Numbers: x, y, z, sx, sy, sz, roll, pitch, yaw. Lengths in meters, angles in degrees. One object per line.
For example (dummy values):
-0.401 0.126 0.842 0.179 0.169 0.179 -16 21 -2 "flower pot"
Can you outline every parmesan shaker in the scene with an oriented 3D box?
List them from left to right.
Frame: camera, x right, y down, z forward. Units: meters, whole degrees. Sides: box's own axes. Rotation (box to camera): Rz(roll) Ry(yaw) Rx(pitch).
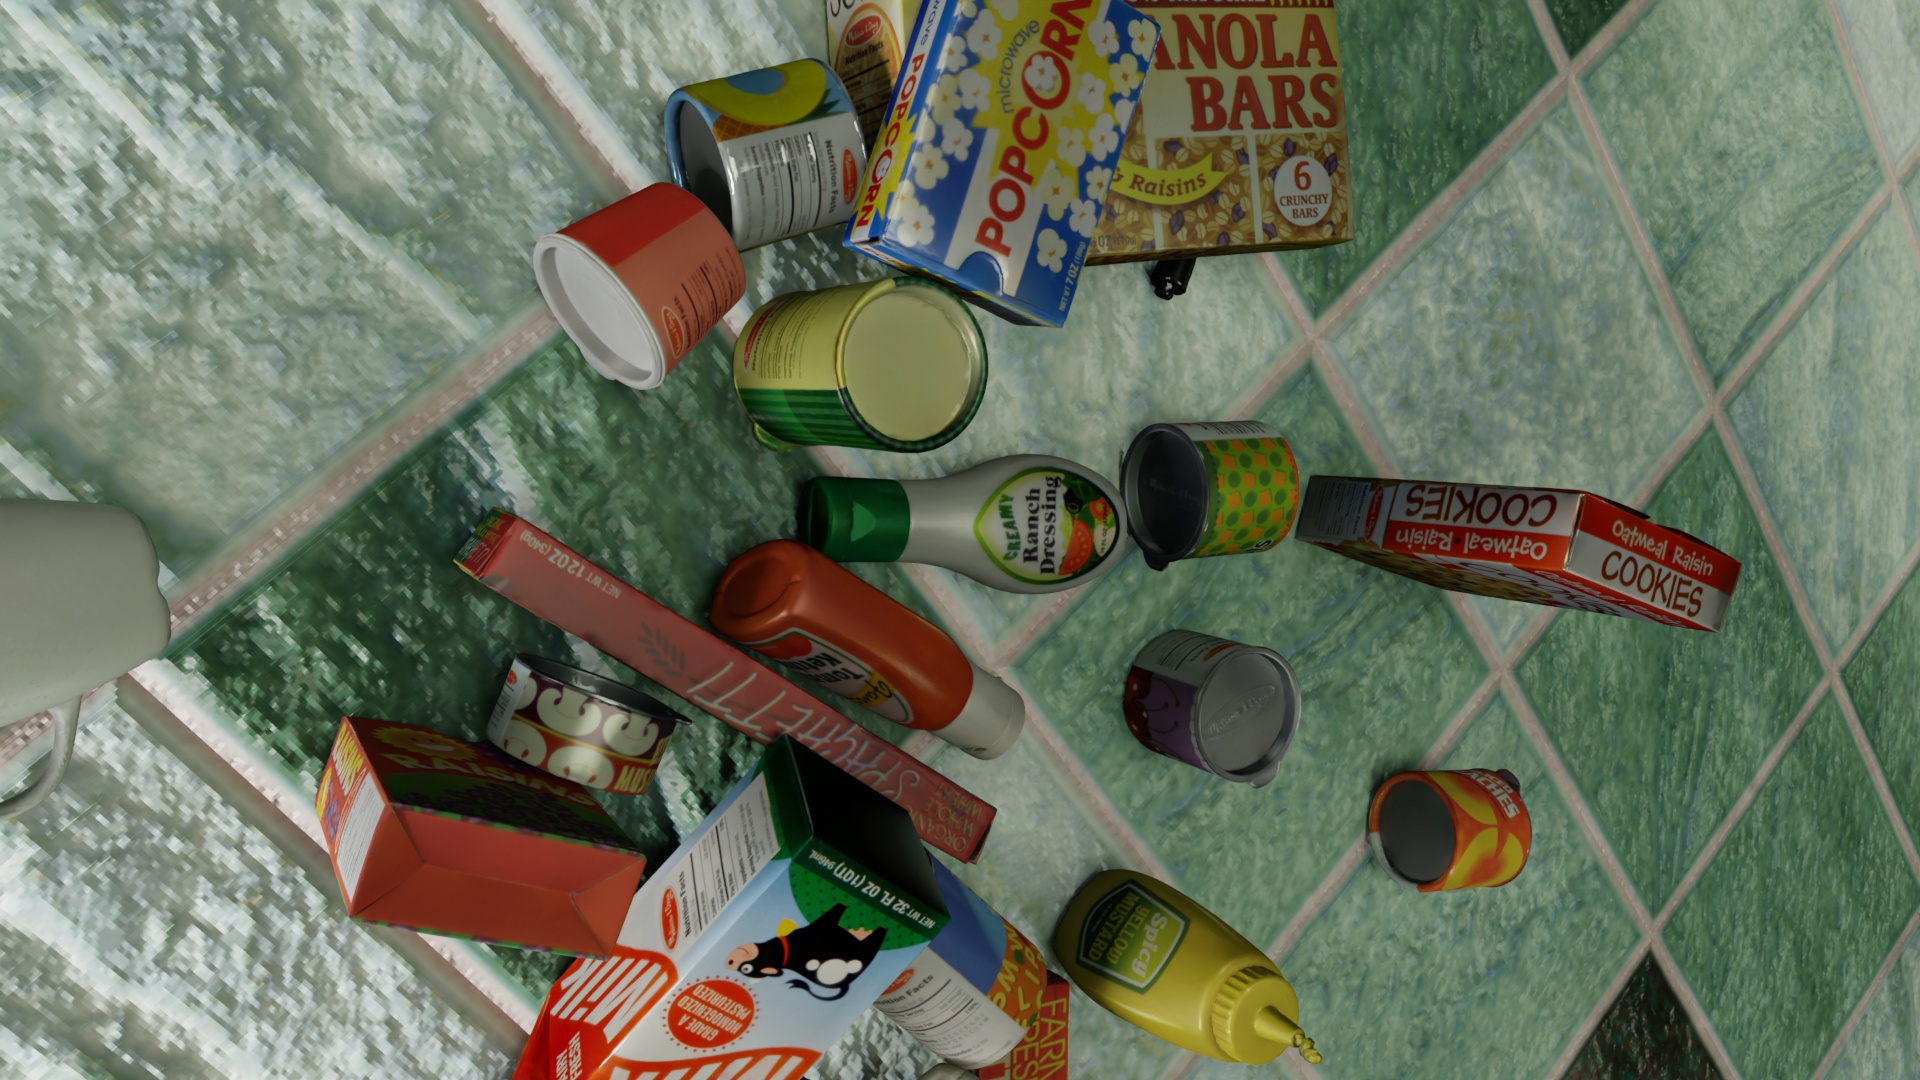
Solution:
-0.042 -0.066 0.551 0.071 0.103 0.071 -4 97 -29 "parmesan shaker"

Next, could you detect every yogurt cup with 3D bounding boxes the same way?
-0.119 -0.100 0.529 0.054 0.072 0.072 -44 114 -27 "yogurt cup"

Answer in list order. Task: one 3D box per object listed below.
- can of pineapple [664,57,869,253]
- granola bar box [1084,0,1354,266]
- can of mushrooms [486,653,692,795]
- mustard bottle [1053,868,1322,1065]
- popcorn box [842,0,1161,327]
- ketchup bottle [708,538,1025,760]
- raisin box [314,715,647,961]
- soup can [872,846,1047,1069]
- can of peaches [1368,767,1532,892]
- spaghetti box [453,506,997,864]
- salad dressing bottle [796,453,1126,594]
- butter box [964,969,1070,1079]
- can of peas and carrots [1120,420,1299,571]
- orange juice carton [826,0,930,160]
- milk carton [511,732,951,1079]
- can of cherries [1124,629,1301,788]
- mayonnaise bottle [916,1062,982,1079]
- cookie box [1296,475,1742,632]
-0.078 -0.151 0.546 0.058 0.071 0.071 -22 106 -25 "can of pineapple"
0.099 -0.192 0.638 0.166 0.039 0.124 -9 94 -21 "granola bar box"
-0.141 0.071 0.529 0.071 0.071 0.033 25 84 -29 "can of mushrooms"
0.106 0.198 0.628 0.048 0.160 0.065 43 74 -25 "mustard bottle"
0.017 -0.155 0.527 0.085 0.038 0.126 20 87 -30 "popcorn box"
-0.032 0.050 0.595 0.148 0.064 0.044 34 62 -36 "ketchup bottle"
-0.171 0.100 0.484 0.086 0.123 0.040 20 86 -30 "raisin box"
-0.012 0.182 0.617 0.083 0.071 0.071 46 73 -26 "soup can"
0.271 0.158 0.770 0.058 0.071 0.071 4 93 -29 "can of peaches"
-0.088 0.064 0.569 0.249 0.050 0.029 36 79 -27 "spaghetti box"
0.002 -0.008 0.616 0.148 0.044 0.064 1 94 -29 "salad dressing bottle"
0.025 0.262 0.667 0.053 0.024 0.103 -3 97 -30 "butter box"
0.120 -0.022 0.668 0.059 0.071 0.071 -5 98 -29 "can of peas and carrots"
-0.011 -0.240 0.569 0.072 0.073 0.192 -7 98 -28 "orange juice carton"
-0.099 0.177 0.543 0.072 0.074 0.190 39 99 -27 "milk carton"
0.124 0.083 0.685 0.071 0.058 0.071 -3 97 -30 "can of cherries"
0.004 0.304 0.616 0.065 0.041 0.147 -40 126 -37 "mayonnaise bottle"
0.275 0.003 0.699 0.123 0.167 0.040 17 87 -30 "cookie box"
